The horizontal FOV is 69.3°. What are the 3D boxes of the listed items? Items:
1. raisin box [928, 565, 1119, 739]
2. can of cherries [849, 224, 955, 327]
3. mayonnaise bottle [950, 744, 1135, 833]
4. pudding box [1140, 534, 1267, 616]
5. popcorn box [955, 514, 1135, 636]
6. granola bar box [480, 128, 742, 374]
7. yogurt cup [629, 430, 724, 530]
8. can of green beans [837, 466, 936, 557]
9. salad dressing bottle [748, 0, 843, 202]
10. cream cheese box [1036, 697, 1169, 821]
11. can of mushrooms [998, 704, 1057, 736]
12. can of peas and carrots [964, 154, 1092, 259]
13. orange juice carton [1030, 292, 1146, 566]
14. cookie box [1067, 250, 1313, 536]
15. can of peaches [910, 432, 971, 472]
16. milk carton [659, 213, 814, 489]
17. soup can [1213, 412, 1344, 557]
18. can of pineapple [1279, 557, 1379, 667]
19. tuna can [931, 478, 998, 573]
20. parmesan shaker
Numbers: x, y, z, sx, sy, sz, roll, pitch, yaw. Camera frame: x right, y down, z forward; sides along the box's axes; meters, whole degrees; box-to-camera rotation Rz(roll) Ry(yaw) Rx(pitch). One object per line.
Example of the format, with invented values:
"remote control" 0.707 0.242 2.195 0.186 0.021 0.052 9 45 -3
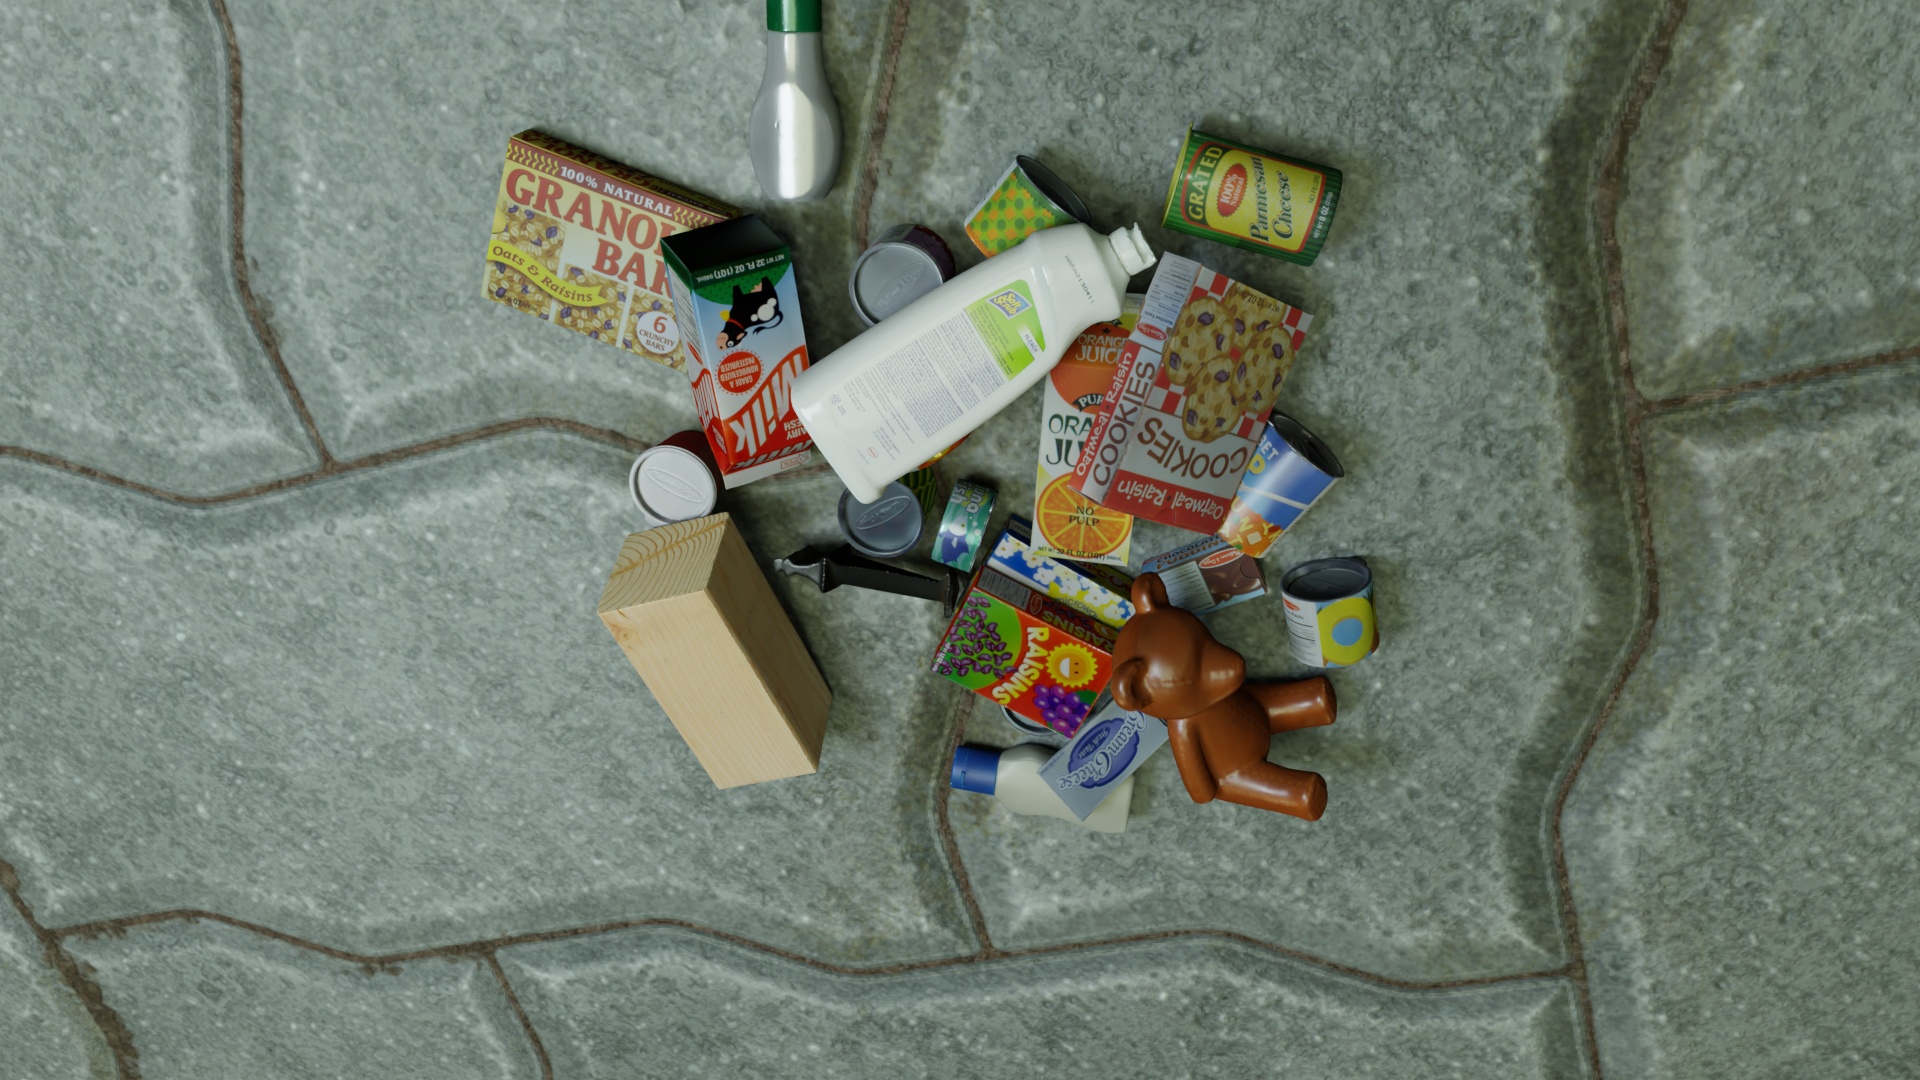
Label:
"raisin box" 0.050 0.085 1.051 0.123 0.040 0.085 27 117 -2
"can of cherries" -0.038 -0.181 0.974 0.071 0.059 0.071 3 115 7
"mayonnaise bottle" 0.067 0.198 1.144 0.148 0.041 0.064 9 108 7
"pudding box" 0.184 0.028 1.050 0.083 0.030 0.049 -21 109 18
"popcorn box" 0.071 0.047 1.073 0.127 0.038 0.085 29 117 -5
"granola bar box" -0.255 -0.209 1.008 0.165 0.039 0.123 20 116 -1
"yogurt cup" -0.213 -0.050 1.067 0.072 0.054 0.072 4 116 8
"can of green beans" -0.054 -0.029 1.048 0.071 0.058 0.071 4 116 8
"salad dressing bottle" -0.111 -0.306 0.936 0.064 0.044 0.147 7 115 9
"cream cheese box" 0.115 0.168 1.104 0.104 0.024 0.053 -44 85 1
"can of mushrooms" 0.067 0.122 1.112 0.071 0.033 0.070 4 115 8
"can of peas and carrots" 0.047 -0.214 0.937 0.071 0.071 0.058 39 116 -9
"orange juice carton" 0.096 -0.084 0.988 0.072 0.073 0.191 7 115 7
"cookie box" 0.155 -0.094 0.931 0.123 0.040 0.167 12 105 -41
"can of peaches" -0.028 -0.092 1.010 0.071 0.071 0.058 -28 107 21
"milk carton" -0.151 -0.125 0.987 0.072 0.074 0.189 -20 128 -19
"soup can" 0.218 -0.040 0.991 0.071 0.072 0.083 36 116 -8
"can of pineapple" 0.275 0.053 1.026 0.071 0.071 0.057 -8 114 13
"tuna can" 0.004 -0.013 1.040 0.033 0.071 0.070 19 117 1
"parmesan shaker" 0.190 -0.227 0.909 0.103 0.071 0.071 16 117 2
